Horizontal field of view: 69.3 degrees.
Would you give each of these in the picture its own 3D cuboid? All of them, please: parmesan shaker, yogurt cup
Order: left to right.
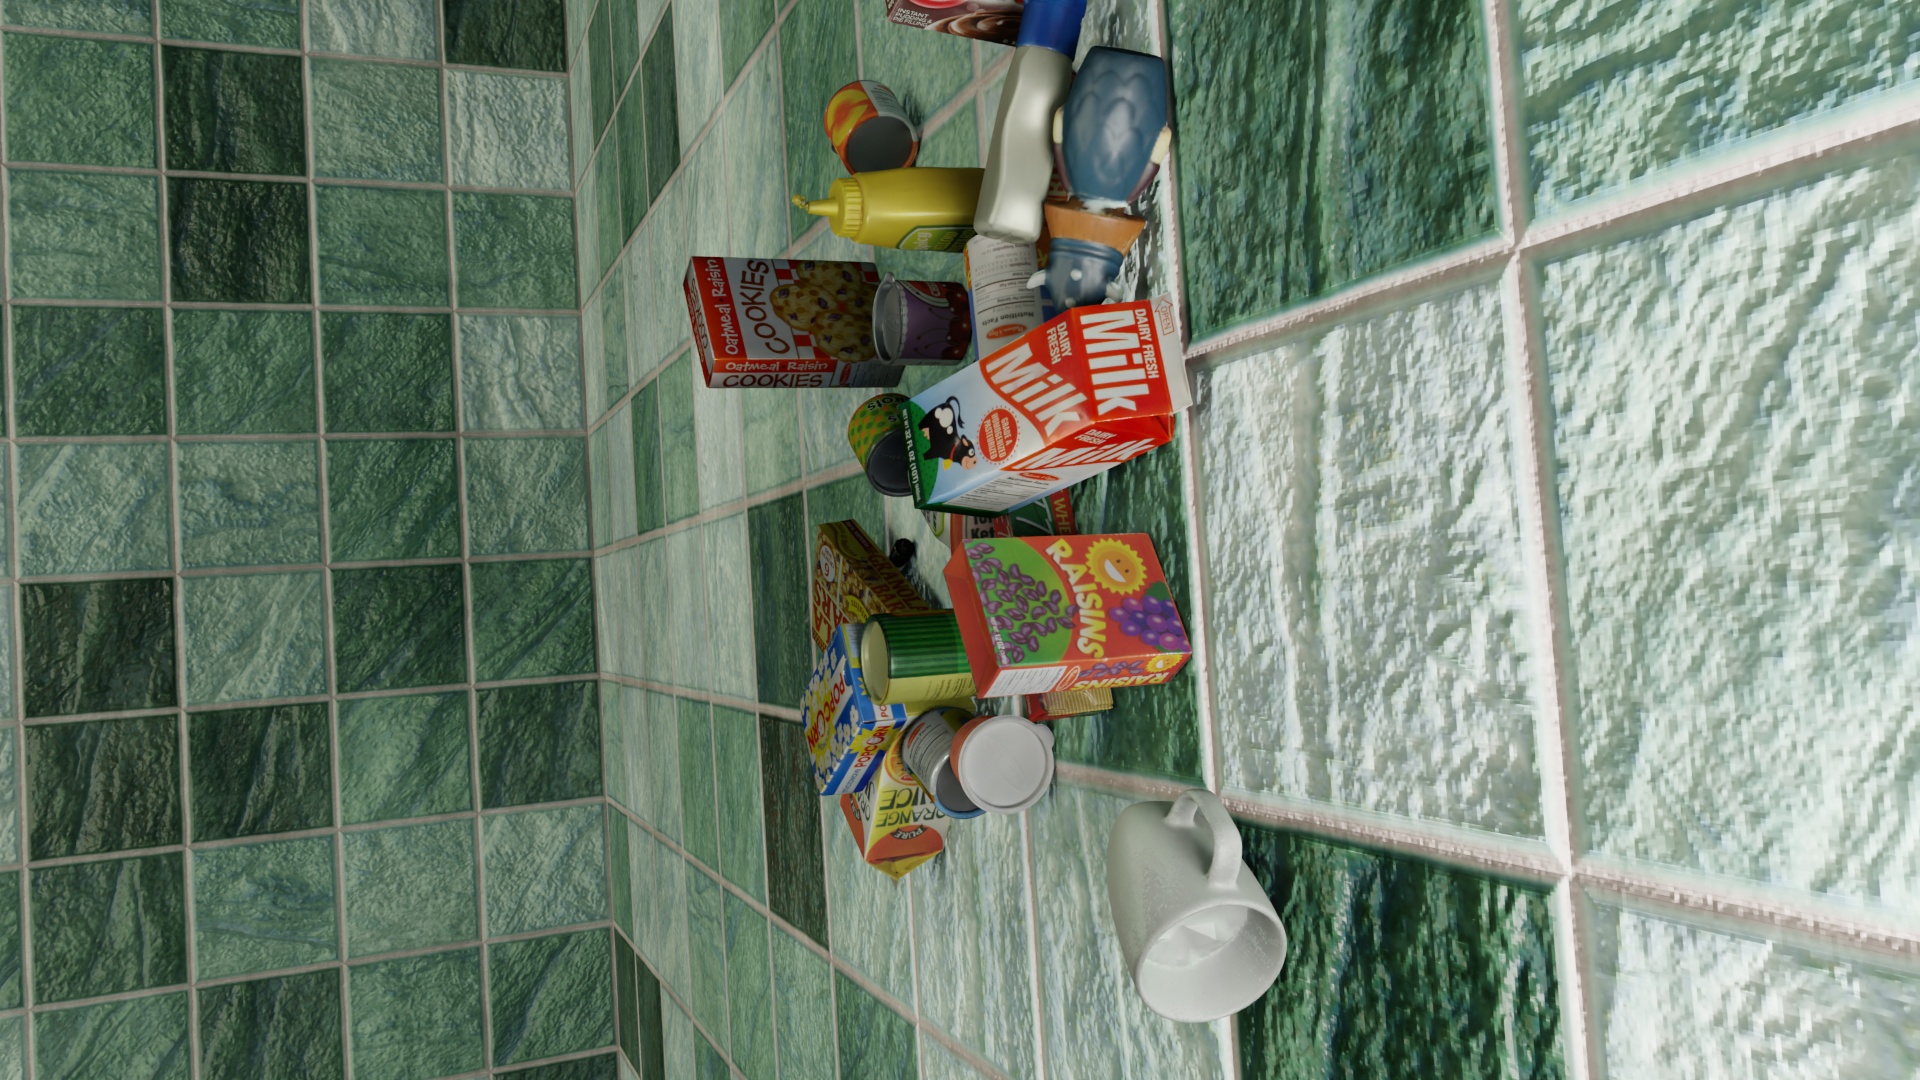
[{"bbox_3d":[-0.013,0.080,1.000,0.071,0.103,0.071,179,89,-67],"label":"parmesan shaker"},{"bbox_3d":[0.025,0.153,0.971,0.054,0.072,0.072,180,87,-75],"label":"yogurt cup"}]

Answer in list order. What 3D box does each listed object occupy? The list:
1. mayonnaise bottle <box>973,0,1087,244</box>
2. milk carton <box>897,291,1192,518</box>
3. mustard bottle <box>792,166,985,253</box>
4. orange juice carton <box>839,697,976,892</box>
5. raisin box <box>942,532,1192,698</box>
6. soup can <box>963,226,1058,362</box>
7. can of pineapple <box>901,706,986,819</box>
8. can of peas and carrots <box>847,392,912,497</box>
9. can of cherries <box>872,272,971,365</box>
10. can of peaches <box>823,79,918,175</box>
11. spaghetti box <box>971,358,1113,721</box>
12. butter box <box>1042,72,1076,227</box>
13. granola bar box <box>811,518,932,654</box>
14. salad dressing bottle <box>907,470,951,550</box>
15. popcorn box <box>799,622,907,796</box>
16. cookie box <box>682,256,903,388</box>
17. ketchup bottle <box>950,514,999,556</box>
[{"bbox_3d":[0.043,-0.256,0.838,0.065,0.041,0.148,-135,58,-79],"label":"mayonnaise bottle"},{"bbox_3d":[0.056,-0.078,0.822,0.190,0.073,0.072,-23,69,42],"label":"milk carton"},{"bbox_3d":[-0.039,-0.227,0.957,0.065,0.160,0.049,146,117,-65],"label":"mustard bottle"},{"bbox_3d":[-0.048,0.193,1.131,0.072,0.073,0.191,-125,39,-50],"label":"orange juice carton"},{"bbox_3d":[0.061,0.042,0.797,0.039,0.123,0.086,118,142,-50],"label":"raisin box"},{"bbox_3d":[0.039,-0.154,0.906,0.071,0.071,0.084,153,113,-65],"label":"soup can"},{"bbox_3d":[-0.001,0.166,1.032,0.058,0.071,0.070,-142,53,-60],"label":"can of pineapple"},{"bbox_3d":[-0.052,-0.080,1.122,0.059,0.071,0.070,-121,36,-49],"label":"can of peas and carrots"},{"bbox_3d":[-0.030,-0.170,1.071,0.071,0.058,0.071,179,89,-68],"label":"can of cherries"},{"bbox_3d":[-0.075,-0.335,1.147,0.058,0.071,0.070,-117,33,-42],"label":"can of peaches"},{"bbox_3d":[0.050,-0.006,0.912,0.028,0.050,0.250,137,127,-59],"label":"spaghetti box"},{"bbox_3d":[0.055,-0.254,0.906,0.053,0.024,0.103,-120,36,-48],"label":"butter box"},{"bbox_3d":[-0.078,0.075,1.197,0.166,0.039,0.123,46,139,48],"label":"granola bar box"},{"bbox_3d":[0.004,-0.013,1.026,0.148,0.044,0.064,-118,33,-45],"label":"salad dressing bottle"},{"bbox_3d":[-0.085,0.131,1.065,0.126,0.038,0.085,120,142,-49],"label":"popcorn box"},{"bbox_3d":[-0.145,-0.187,1.198,0.040,0.168,0.123,115,145,-48],"label":"cookie box"},{"bbox_3d":[0.023,-0.033,0.962,0.043,0.065,0.149,98,169,-65],"label":"ketchup bottle"}]
